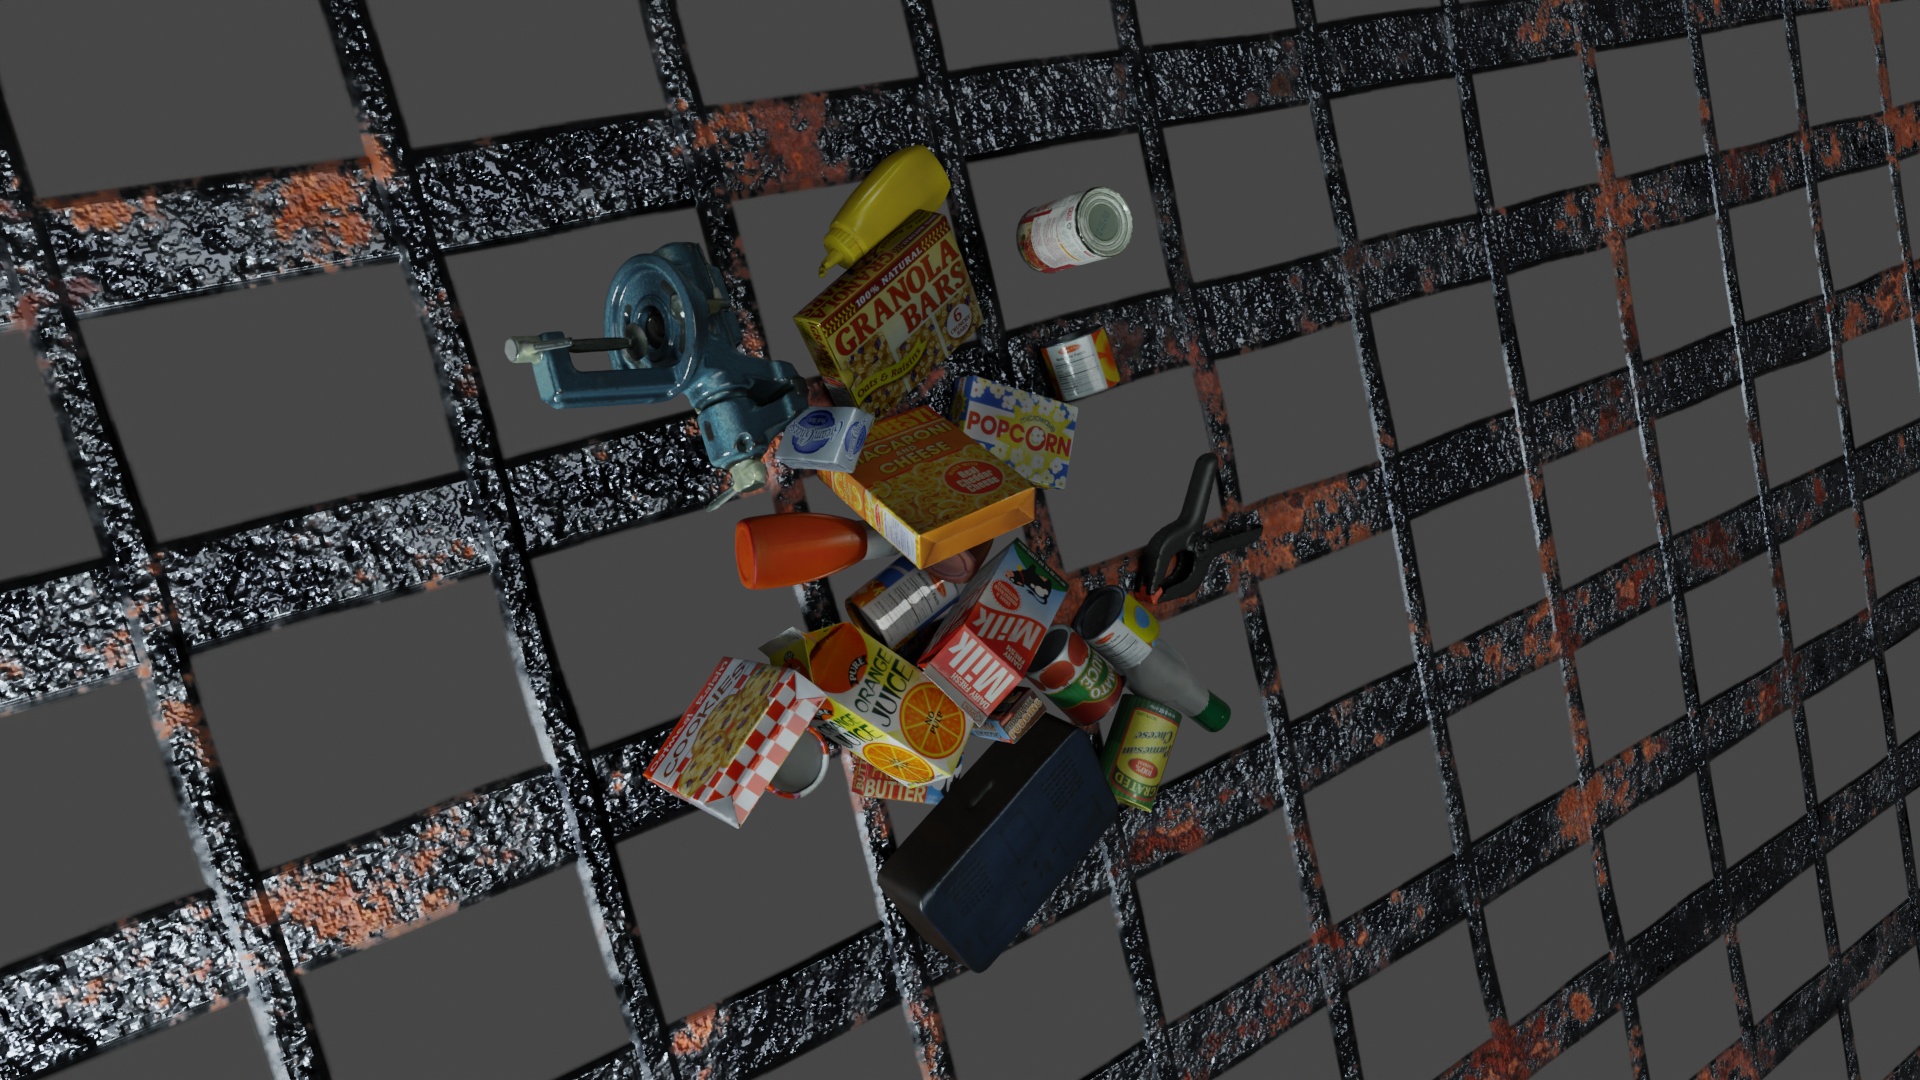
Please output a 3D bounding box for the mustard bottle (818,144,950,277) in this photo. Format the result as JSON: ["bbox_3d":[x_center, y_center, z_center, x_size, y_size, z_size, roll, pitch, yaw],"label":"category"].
[{"bbox_3d":[-0.079,-0.291,1.257,0.161,0.049,0.065,-47,119,-21],"label":"mustard bottle"}]

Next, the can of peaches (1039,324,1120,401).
[{"bbox_3d":[0.119,-0.175,1.367,0.071,0.071,0.058,-26,104,-28],"label":"can of peaches"}]

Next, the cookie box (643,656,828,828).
[{"bbox_3d":[-0.185,0.159,1.127,0.040,0.167,0.123,40,71,-22],"label":"cookie box"}]

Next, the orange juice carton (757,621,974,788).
[{"bbox_3d":[-0.087,0.137,1.225,0.192,0.071,0.073,36,56,-18],"label":"orange juice carton"}]

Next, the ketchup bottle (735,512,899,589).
[{"bbox_3d":[-0.124,0.004,1.235,0.149,0.043,0.064,-7,95,-31],"label":"ketchup bottle"}]

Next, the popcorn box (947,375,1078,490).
[{"bbox_3d":[0.048,-0.102,1.340,0.127,0.038,0.085,13,83,-30],"label":"popcorn box"}]

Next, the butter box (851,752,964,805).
[{"bbox_3d":[-0.048,0.216,1.293,0.103,0.024,0.053,13,84,-30],"label":"butter box"}]

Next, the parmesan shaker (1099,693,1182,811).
[{"bbox_3d":[0.175,0.213,1.404,0.071,0.071,0.103,27,77,-28],"label":"parmesan shaker"}]

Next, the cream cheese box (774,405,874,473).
[{"bbox_3d":[-0.118,-0.088,1.203,0.024,0.104,0.053,27,79,-35],"label":"cream cheese box"}]

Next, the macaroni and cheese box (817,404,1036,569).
[{"bbox_3d":[-0.033,-0.050,1.222,0.124,0.167,0.040,-23,132,-28],"label":"macaroni and cheese box"}]

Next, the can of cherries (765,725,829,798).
[{"bbox_3d":[-0.157,0.186,1.207,0.071,0.058,0.071,-1,91,-31],"label":"can of cherries"}]

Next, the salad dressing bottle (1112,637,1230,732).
[{"bbox_3d":[0.222,0.151,1.444,0.147,0.044,0.064,37,66,-27],"label":"salad dressing bottle"}]

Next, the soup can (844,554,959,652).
[{"bbox_3d":[-0.054,0.055,1.264,0.084,0.071,0.071,-38,109,-20],"label":"soup can"}]

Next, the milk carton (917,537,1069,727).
[{"bbox_3d":[0.025,0.086,1.250,0.072,0.073,0.191,43,37,-7],"label":"milk carton"}]

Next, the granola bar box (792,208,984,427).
[{"bbox_3d":[-0.060,-0.199,1.248,0.166,0.039,0.123,-46,136,-22],"label":"granola bar box"}]

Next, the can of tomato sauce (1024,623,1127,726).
[{"bbox_3d":[0.110,0.130,1.361,0.083,0.071,0.071,44,69,-23],"label":"can of tomato sauce"}]

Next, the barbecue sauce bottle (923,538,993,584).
[{"bbox_3d":[0.005,-0.016,1.268,0.065,0.043,0.149,28,30,3],"label":"barbecue sauce bottle"}]

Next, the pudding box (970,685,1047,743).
[{"bbox_3d":[0.037,0.162,1.310,0.050,0.083,0.030,-44,109,-22],"label":"pudding box"}]

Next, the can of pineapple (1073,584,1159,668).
[{"bbox_3d":[0.157,0.085,1.392,0.058,0.071,0.071,40,71,-26],"label":"can of pineapple"}]
